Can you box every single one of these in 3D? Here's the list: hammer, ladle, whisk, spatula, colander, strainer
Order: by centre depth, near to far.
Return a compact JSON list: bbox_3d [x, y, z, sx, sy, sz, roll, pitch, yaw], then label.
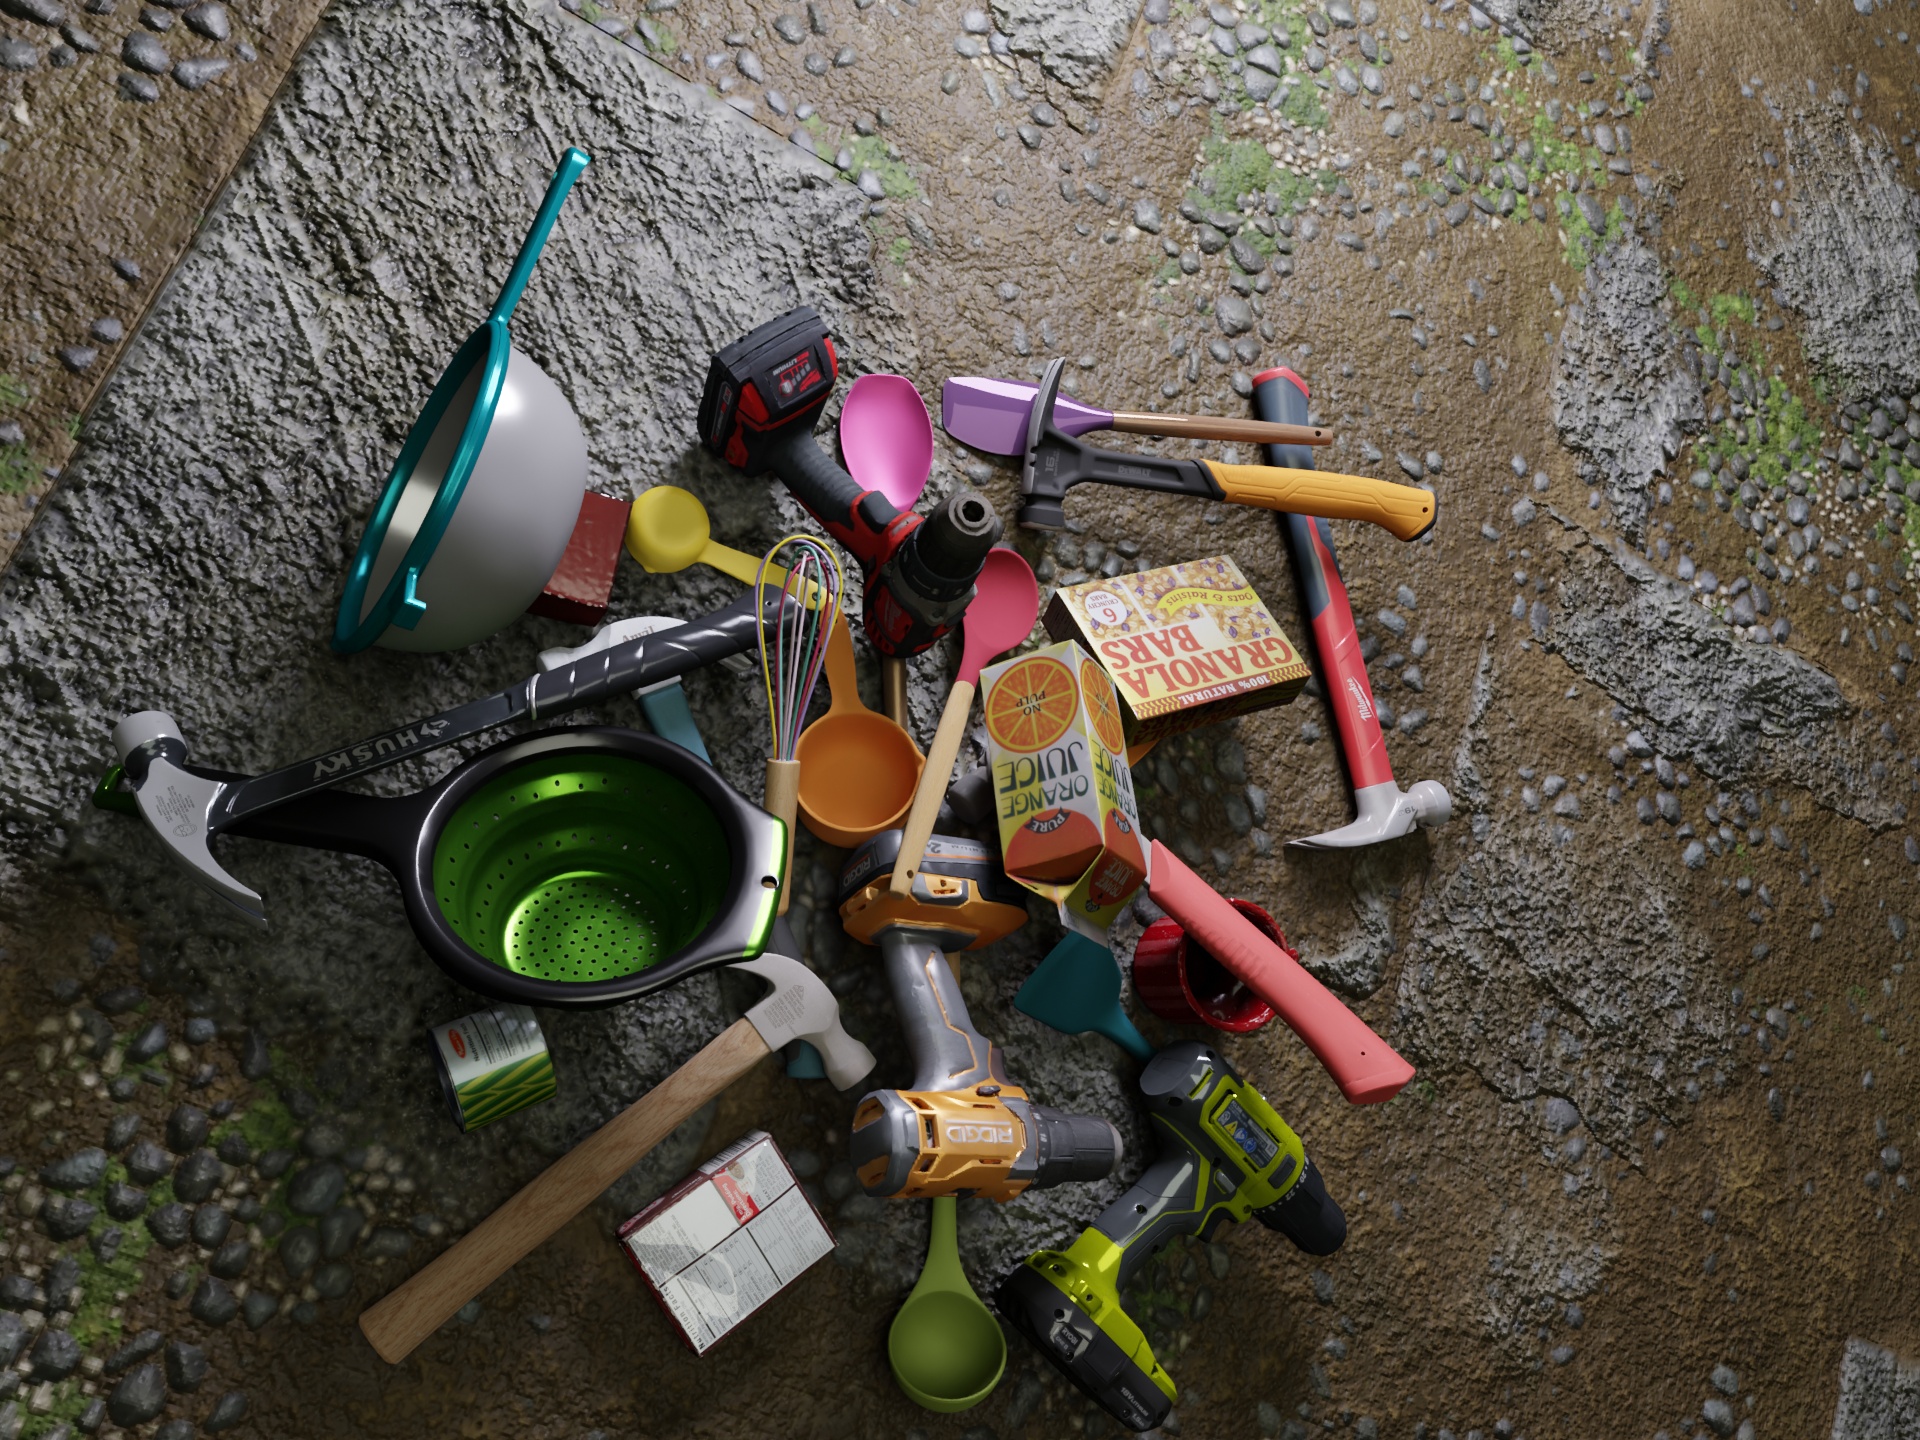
[{"bbox_3d":[-0.306,0.093,0.953,0.397,0.094,0.205,10,47,-3],"label":"colander"},{"bbox_3d":[-0.272,-0.005,0.958,0.409,0.036,0.149,-22,59,-29],"label":"hammer"},{"bbox_3d":[-0.262,-0.180,0.958,0.095,0.211,0.340,27,74,-28],"label":"strainer"},{"bbox_3d":[-0.216,0.262,0.969,0.331,0.031,0.130,-37,96,-18],"label":"hammer"},{"bbox_3d":[-0.107,0.004,1.017,0.047,0.051,0.245,1,96,-46],"label":"whisk"},{"bbox_3d":[-0.155,0.086,1.048,0.128,0.033,0.331,-24,90,-24],"label":"hammer"},{"bbox_3d":[-0.008,0.288,1.061,0.078,0.062,0.320,4,76,-11],"label":"ladle"},{"bbox_3d":[-0.002,-0.003,1.076,0.069,0.031,0.316,39,44,-22],"label":"ladle"},{"bbox_3d":[0.165,0.120,1.091,0.359,0.036,0.149,42,64,19],"label":"hammer"},{"bbox_3d":[0.164,0.271,1.143,0.317,0.044,0.082,45,80,-11],"label":"spatula"},{"bbox_3d":[0.212,-0.189,1.217,0.336,0.034,0.127,6,95,-14],"label":"hammer"},{"bbox_3d":[0.140,-0.227,1.223,0.316,0.018,0.060,1,82,-14],"label":"spatula"},{"bbox_3d":[0.280,-0.091,1.266,0.143,0.038,0.386,-11,85,-23],"label":"hammer"}]

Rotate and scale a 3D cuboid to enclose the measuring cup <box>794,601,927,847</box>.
[{"bbox_3d":[-0.078,0.005,1.088,0.095,0.052,0.174,-6,65,-9],"label":"measuring cup"}]

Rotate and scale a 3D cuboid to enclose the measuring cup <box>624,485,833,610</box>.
[{"bbox_3d":[-0.153,-0.112,1.086,0.156,0.029,0.062,23,72,-16],"label":"measuring cup"}]

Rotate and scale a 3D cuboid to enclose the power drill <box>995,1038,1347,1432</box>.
[{"bbox_3d":[0.153,0.360,1.089,0.228,0.080,0.190,-47,105,-18],"label":"power drill"}]

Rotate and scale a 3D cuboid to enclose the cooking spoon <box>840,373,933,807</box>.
[{"bbox_3d":[-0.050,-0.095,1.135,0.068,0.017,0.319,0,80,-14],"label":"cooking spoon"}]

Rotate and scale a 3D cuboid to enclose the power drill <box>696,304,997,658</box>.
[{"bbox_3d":[-0.068,-0.158,1.039,0.080,0.188,0.227,-36,85,-24],"label":"power drill"}]

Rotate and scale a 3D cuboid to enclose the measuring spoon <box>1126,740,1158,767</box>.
[{"bbox_3d":[0.123,0.025,1.193,0.117,0.011,0.021,-44,98,-28],"label":"measuring spoon"}]

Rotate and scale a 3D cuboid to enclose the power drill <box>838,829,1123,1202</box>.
[{"bbox_3d":[0.013,0.194,1.023,0.185,0.084,0.226,11,56,-31],"label":"power drill"}]
